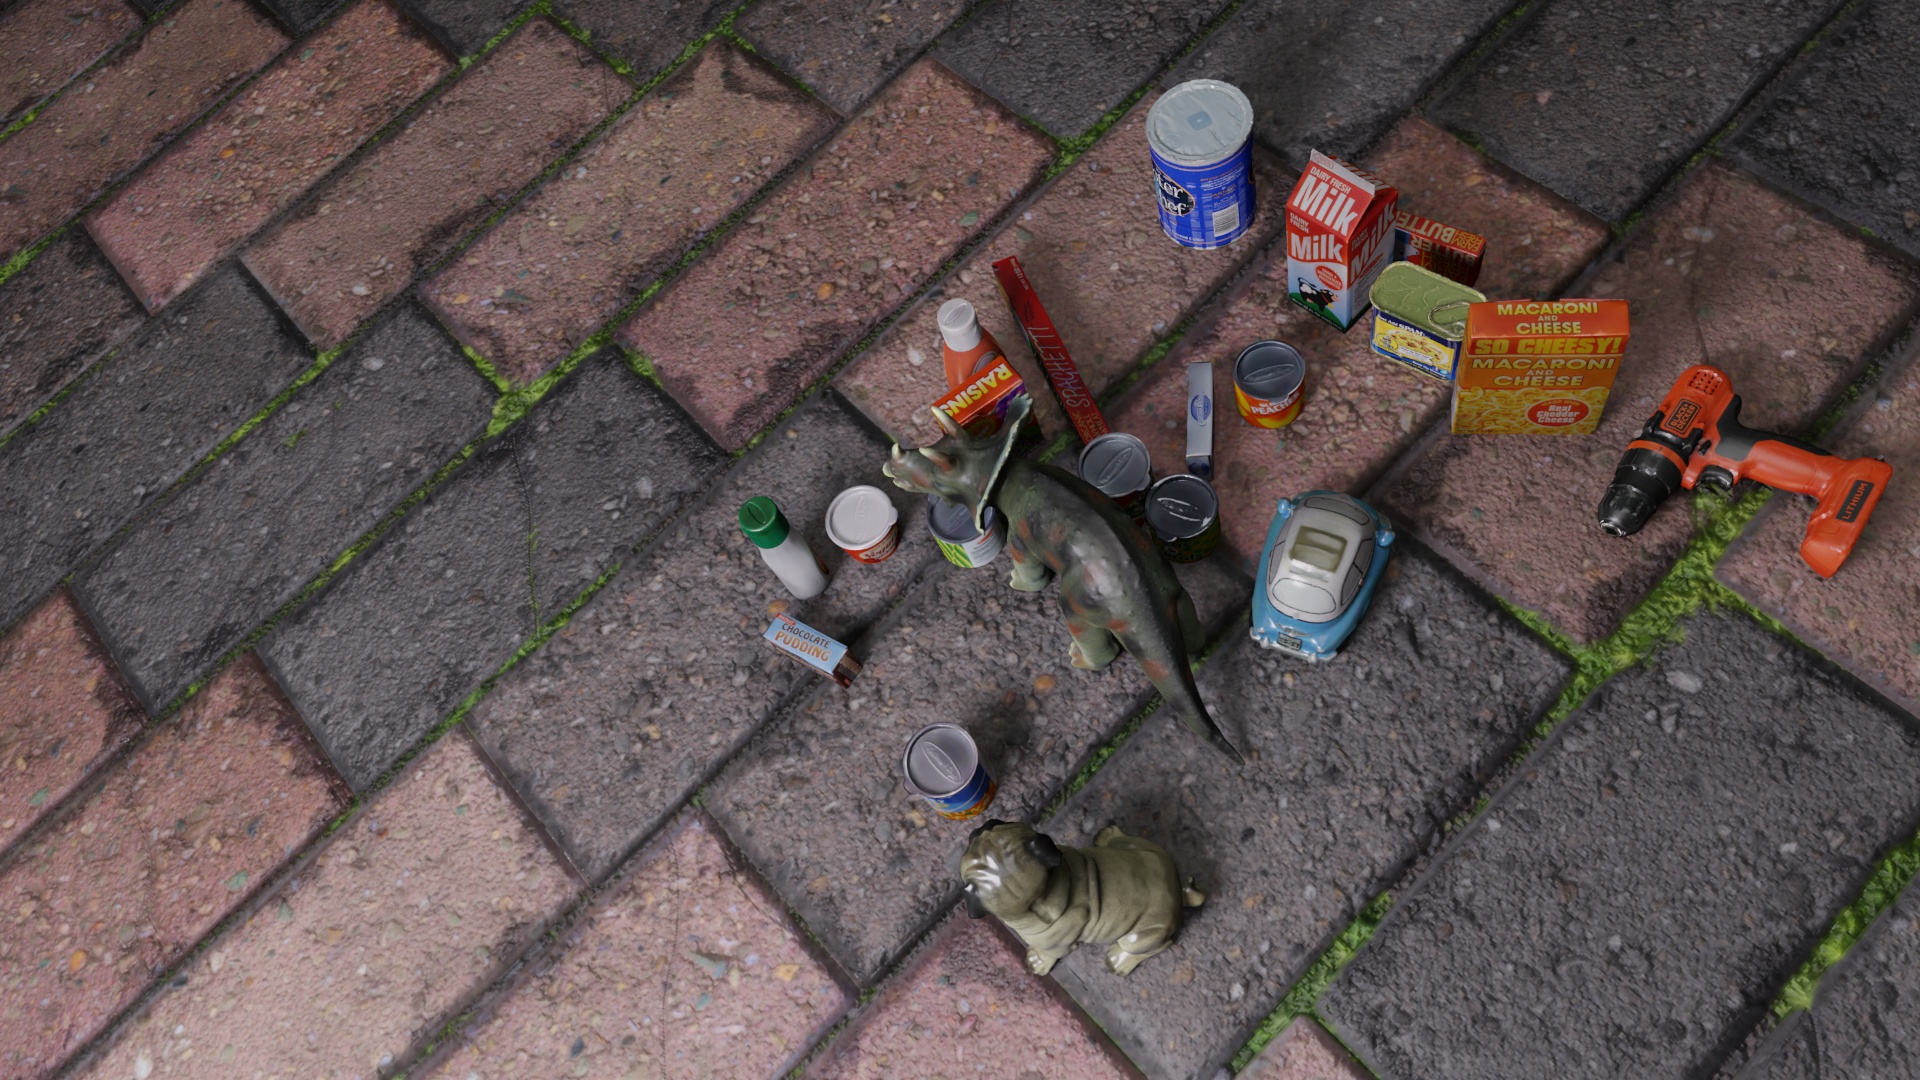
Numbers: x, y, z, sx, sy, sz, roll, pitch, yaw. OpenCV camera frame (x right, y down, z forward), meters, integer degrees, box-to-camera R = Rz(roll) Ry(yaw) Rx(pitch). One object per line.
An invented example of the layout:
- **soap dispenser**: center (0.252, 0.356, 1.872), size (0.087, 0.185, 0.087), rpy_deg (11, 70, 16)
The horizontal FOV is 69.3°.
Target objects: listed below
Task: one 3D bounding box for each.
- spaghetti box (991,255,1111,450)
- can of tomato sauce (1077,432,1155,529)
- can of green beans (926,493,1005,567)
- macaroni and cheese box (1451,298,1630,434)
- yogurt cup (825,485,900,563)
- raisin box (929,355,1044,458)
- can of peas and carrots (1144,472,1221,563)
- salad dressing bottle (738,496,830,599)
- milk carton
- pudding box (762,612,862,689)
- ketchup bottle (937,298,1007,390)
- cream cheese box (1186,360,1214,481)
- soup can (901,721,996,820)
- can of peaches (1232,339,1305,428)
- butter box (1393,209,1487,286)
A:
- **spaghetti box**: center (0.093, -0.178, 1.381), size (0.029, 0.050, 0.251), rpy_deg (-25, 62, 1)
- **can of tomato sauce**: center (0.149, -0.051, 1.288), size (0.071, 0.083, 0.071), rpy_deg (-5, 64, 11)
- **can of green beans**: center (0.006, -0.015, 1.319), size (0.071, 0.057, 0.071), rpy_deg (-5, 64, 11)
- **macaroni and cheese box**: center (0.497, -0.148, 1.203), size (0.124, 0.166, 0.040), rpy_deg (1, 66, 14)
- **yogurt cup**: center (-0.091, -0.012, 1.344), size (0.072, 0.053, 0.072), rpy_deg (-5, 64, 11)
- **raisin box**: center (0.027, -0.110, 1.323), size (0.086, 0.123, 0.040), rpy_deg (-35, 62, -4)
- **can of peas and carrots**: center (0.204, -0.018, 1.272), size (0.071, 0.058, 0.071), rpy_deg (-5, 64, 11)
- **salad dressing bottle**: center (-0.165, 0.007, 1.299), size (0.044, 0.147, 0.064), rpy_deg (-39, 62, -6)
- **milk carton**: center (0.353, -0.285, 1.290), size (0.073, 0.190, 0.072), rpy_deg (-45, 63, -9)
- **pudding box**: center (-0.138, 0.103, 1.302), size (0.084, 0.049, 0.030), rpy_deg (26, 73, 23)
- **ketchup bottle**: center (0.011, -0.179, 1.346), size (0.043, 0.148, 0.065), rpy_deg (39, 79, 26)
- **cream cheese box**: center (0.228, -0.112, 1.315), size (0.024, 0.053, 0.104), rpy_deg (-1, 65, 14)
- **soup can**: center (-0.010, 0.203, 1.203), size (0.071, 0.083, 0.071), rpy_deg (-5, 64, 11)
- **can of peaches**: center (0.293, -0.145, 1.312), size (0.071, 0.058, 0.071), rpy_deg (-5, 64, 11)
- **butter box**: center (0.454, -0.284, 1.344), size (0.103, 0.053, 0.024), rpy_deg (26, 74, 23)
